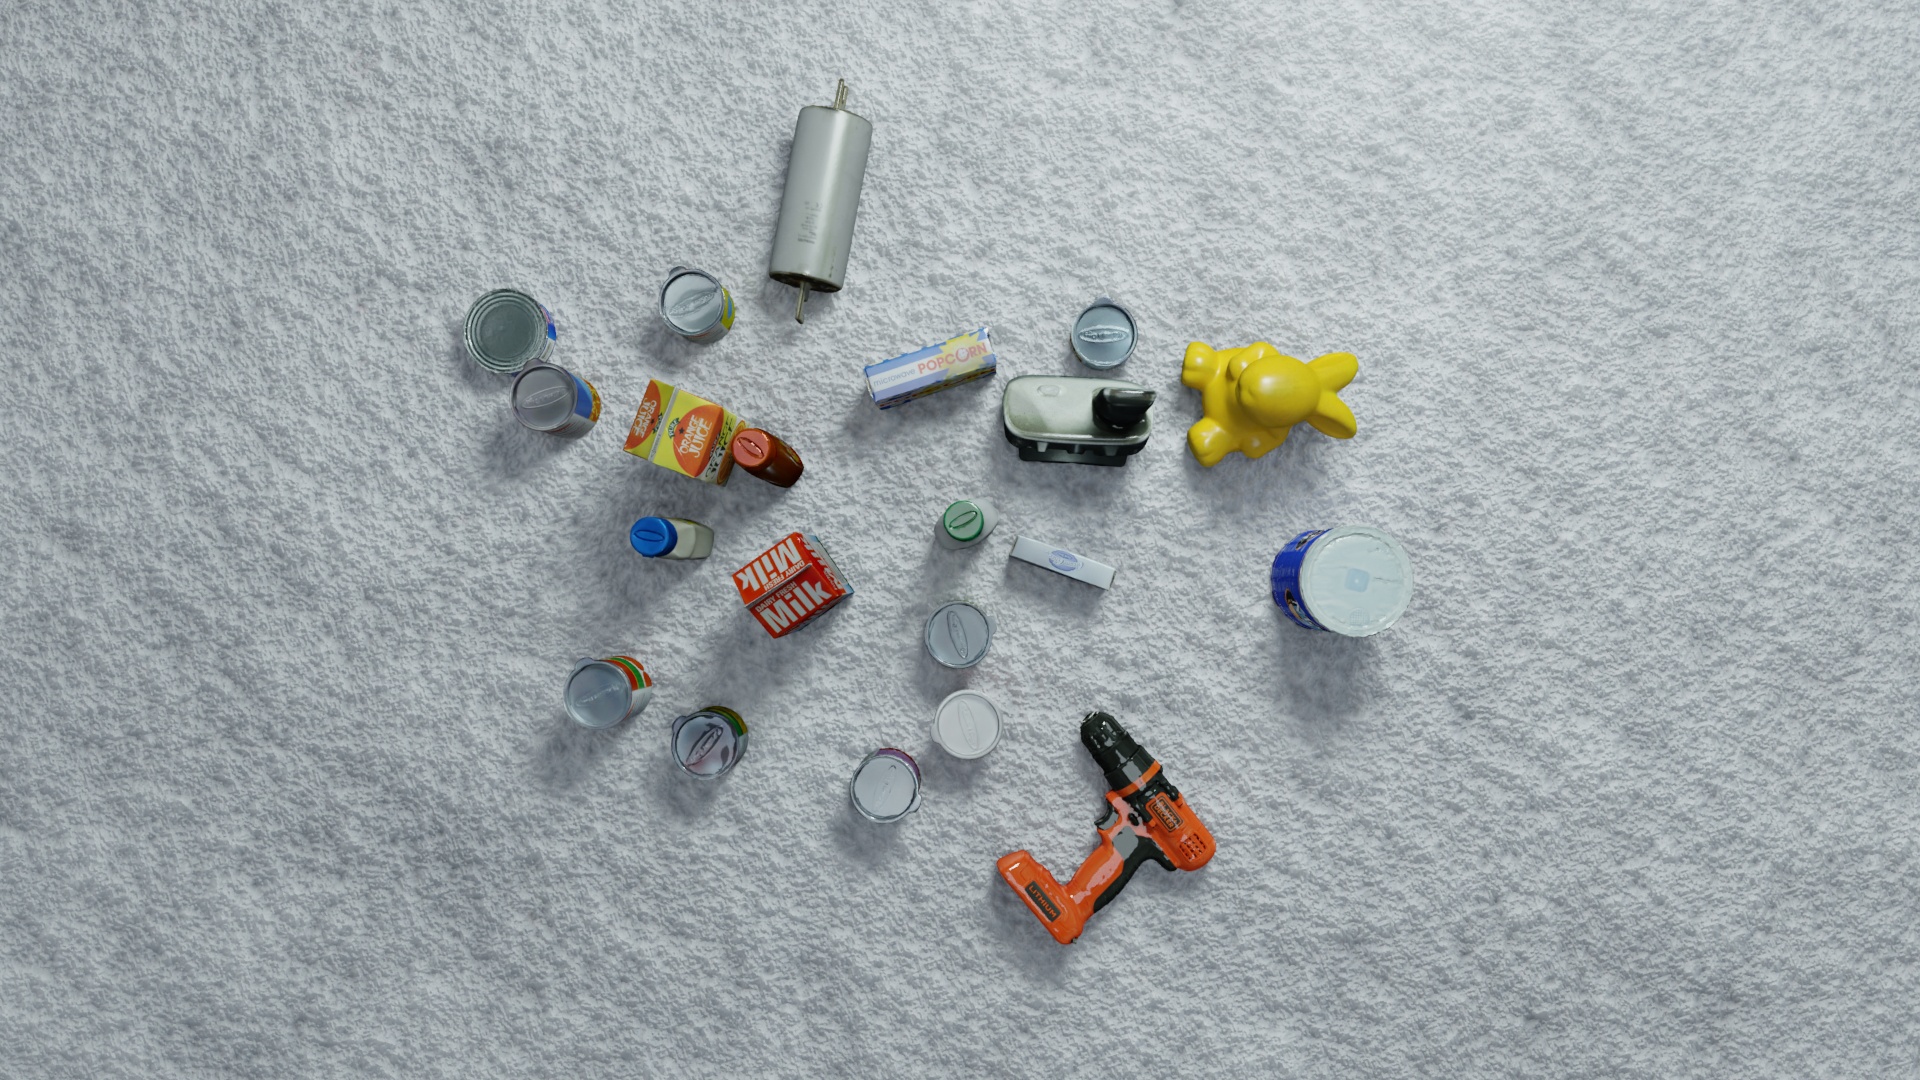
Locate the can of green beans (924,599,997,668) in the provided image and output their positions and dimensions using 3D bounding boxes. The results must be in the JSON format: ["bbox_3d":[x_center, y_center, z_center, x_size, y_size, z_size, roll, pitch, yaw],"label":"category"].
[{"bbox_3d":[-0.002,0.091,1.365,0.071,0.058,0.071,0,88,1],"label":"can of green beans"}]

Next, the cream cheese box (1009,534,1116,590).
[{"bbox_3d":[0.100,0.022,1.368,0.104,0.053,0.024,19,89,2],"label":"cream cheese box"}]

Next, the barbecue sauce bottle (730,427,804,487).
[{"bbox_3d":[-0.189,-0.082,1.328,0.065,0.148,0.043,38,90,2],"label":"barbecue sauce bottle"}]

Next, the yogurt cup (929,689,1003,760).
[{"bbox_3d":[0.008,0.178,1.364,0.072,0.054,0.072,0,88,1],"label":"yogurt cup"}]

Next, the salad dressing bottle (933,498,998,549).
[{"bbox_3d":[0.005,-0.017,1.323,0.064,0.147,0.044,-27,88,0],"label":"salad dressing bottle"}]

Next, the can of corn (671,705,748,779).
[{"bbox_3d":[-0.247,0.196,1.365,0.071,0.058,0.071,0,88,1],"label":"can of corn"}]

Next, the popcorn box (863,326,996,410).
[{"bbox_3d":[-0.028,-0.167,1.360,0.127,0.085,0.038,-18,88,0],"label":"popcorn box"}]

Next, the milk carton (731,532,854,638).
[{"bbox_3d":[-0.157,0.041,1.303,0.072,0.190,0.073,-35,88,0],"label":"milk carton"}]

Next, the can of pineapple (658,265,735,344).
[{"bbox_3d":[-0.261,-0.233,1.380,0.071,0.058,0.071,0,88,1],"label":"can of pineapple"}]

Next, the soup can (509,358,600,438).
[{"bbox_3d":[-0.398,-0.139,1.366,0.071,0.084,0.071,0,88,1],"label":"soup can"}]

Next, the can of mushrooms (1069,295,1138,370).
[{"bbox_3d":[0.143,-0.206,1.385,0.071,0.033,0.071,0,88,1],"label":"can of mushrooms"}]

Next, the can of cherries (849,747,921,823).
[{"bbox_3d":[-0.071,0.241,1.360,0.071,0.058,0.071,0,88,1],"label":"can of cherries"}]

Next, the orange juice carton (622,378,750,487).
[{"bbox_3d":[-0.259,-0.100,1.308,0.073,0.192,0.072,21,89,2],"label":"orange juice carton"}]

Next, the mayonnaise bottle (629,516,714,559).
[{"bbox_3d":[-0.279,-0.003,1.327,0.065,0.148,0.041,10,89,1],"label":"mayonnaise bottle"}]

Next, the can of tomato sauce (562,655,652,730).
[{"bbox_3d":[-0.344,0.146,1.356,0.071,0.083,0.071,0,88,1],"label":"can of tomato sauce"}]
